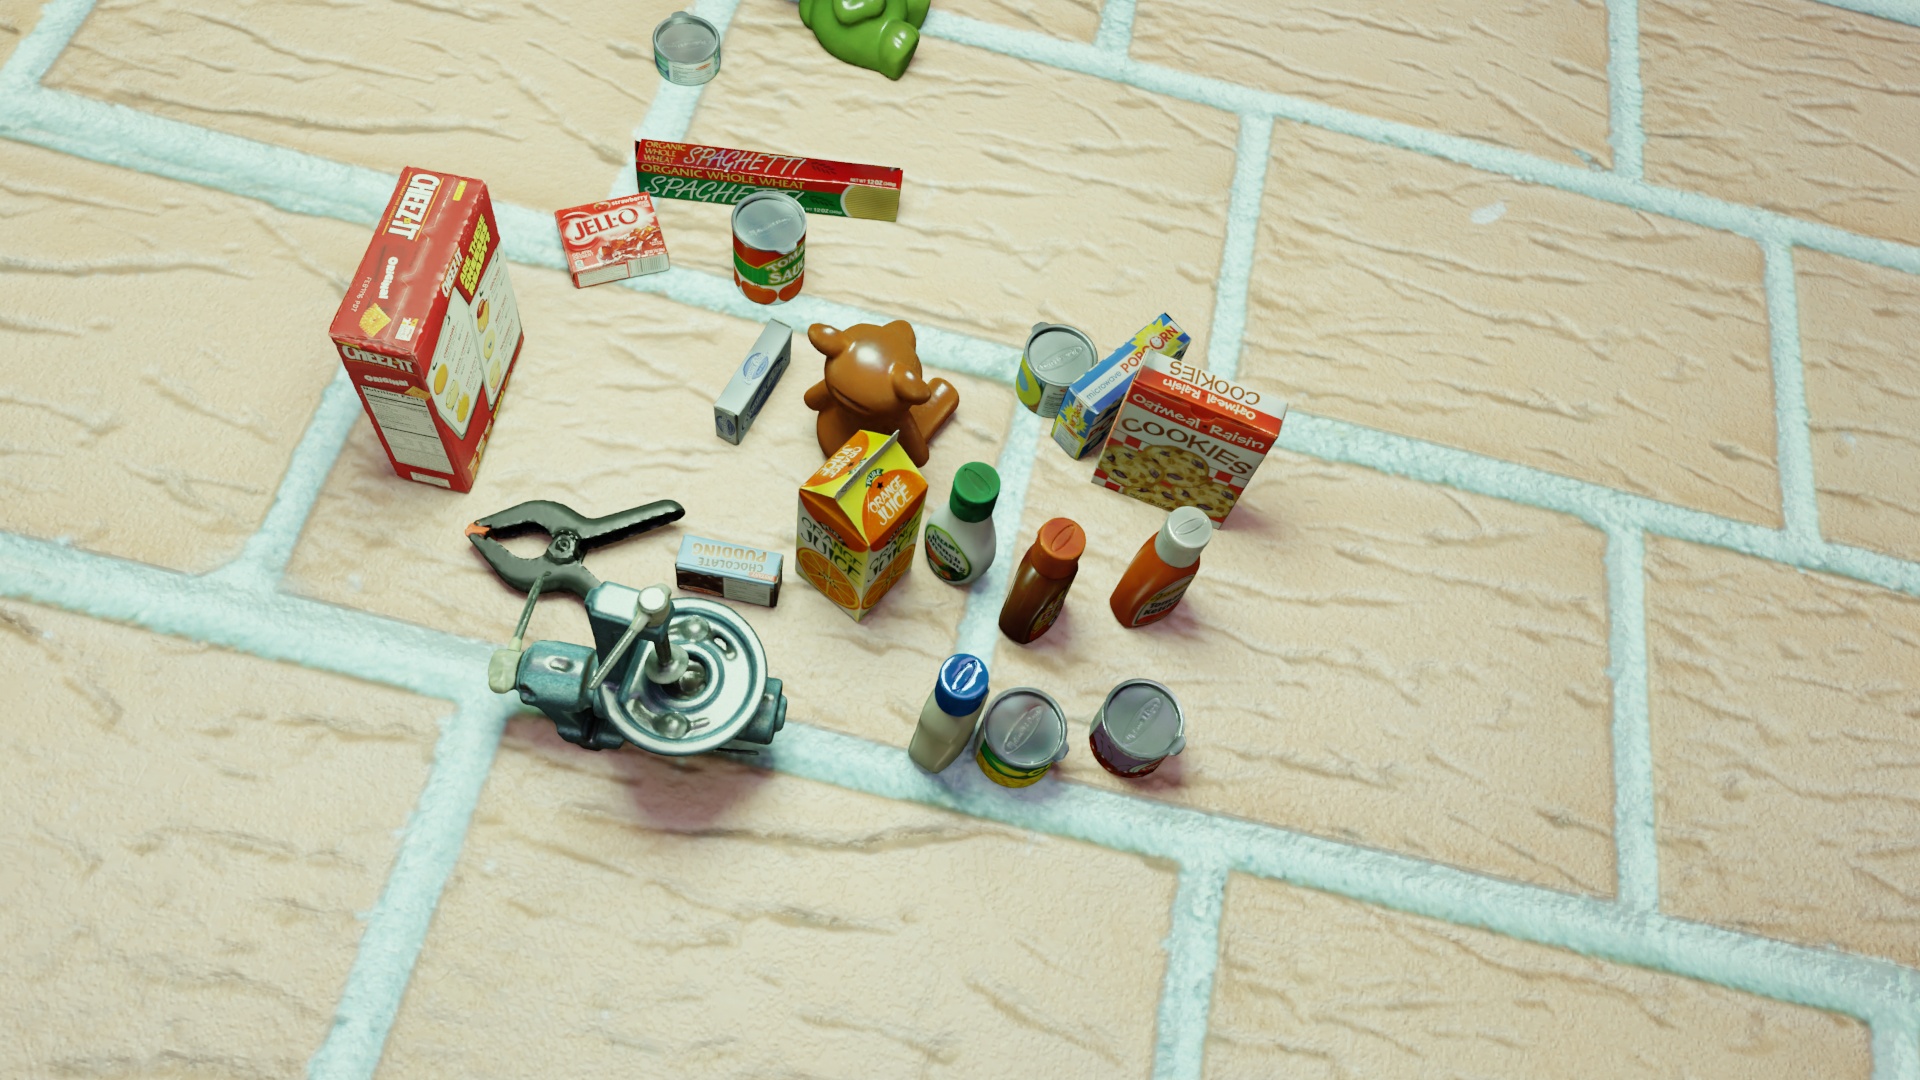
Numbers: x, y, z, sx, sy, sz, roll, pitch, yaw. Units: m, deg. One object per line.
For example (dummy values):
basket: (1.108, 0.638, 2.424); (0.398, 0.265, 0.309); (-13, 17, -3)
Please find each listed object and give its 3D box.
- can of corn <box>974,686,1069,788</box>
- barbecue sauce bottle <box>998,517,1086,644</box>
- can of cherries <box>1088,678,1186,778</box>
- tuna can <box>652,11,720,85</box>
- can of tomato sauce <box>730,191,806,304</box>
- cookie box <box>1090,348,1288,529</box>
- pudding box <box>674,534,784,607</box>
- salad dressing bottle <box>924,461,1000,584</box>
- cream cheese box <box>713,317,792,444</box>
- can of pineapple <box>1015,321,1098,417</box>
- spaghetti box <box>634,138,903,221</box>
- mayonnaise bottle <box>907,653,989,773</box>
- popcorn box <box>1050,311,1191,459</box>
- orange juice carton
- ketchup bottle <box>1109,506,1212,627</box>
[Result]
can of corn: (0.048, 0.157, 1.092); (0.071, 0.058, 0.071); (3, 63, -6)
barbecue sauce bottle: (0.067, 0.029, 1.107); (0.044, 0.148, 0.065); (38, 65, 11)
can of cherries: (0.141, 0.153, 1.107); (0.071, 0.058, 0.072); (3, 63, -6)
tuna can: (-0.273, -0.490, 1.384); (0.071, 0.032, 0.071); (3, 63, -6)
can of tomato sauce: (-0.172, -0.262, 1.256); (0.071, 0.082, 0.071); (3, 64, -6)
cookie box: (0.188, -0.081, 1.169); (0.123, 0.166, 0.040); (21, 63, 3)
pudding box: (-0.188, 0.025, 1.129); (0.084, 0.049, 0.030); (11, 63, -2)
salad dressing bottle: (0.004, -0.014, 1.121); (0.044, 0.147, 0.064); (-39, 75, -23)
cream cheese box: (-0.179, -0.138, 1.210); (0.024, 0.053, 0.104); (25, 63, 5)
can of pineapple: (0.085, -0.154, 1.252); (0.071, 0.057, 0.071); (3, 63, -6)
spaghetti box: (-0.181, -0.340, 1.312); (0.250, 0.050, 0.029); (5, 63, -6)
mayonnaise bottle: (-0.006, 0.127, 1.048); (0.041, 0.147, 0.065); (34, 64, 9)
popcorn box: (0.142, -0.137, 1.236); (0.127, 0.085, 0.038); (-39, 75, -23)
orange juice carton: (-0.078, -0.017, 1.085); (0.073, 0.191, 0.072); (39, 65, 11)
ketchup bottle: (0.166, 0.021, 1.126); (0.065, 0.148, 0.043); (-23, 69, -18)
